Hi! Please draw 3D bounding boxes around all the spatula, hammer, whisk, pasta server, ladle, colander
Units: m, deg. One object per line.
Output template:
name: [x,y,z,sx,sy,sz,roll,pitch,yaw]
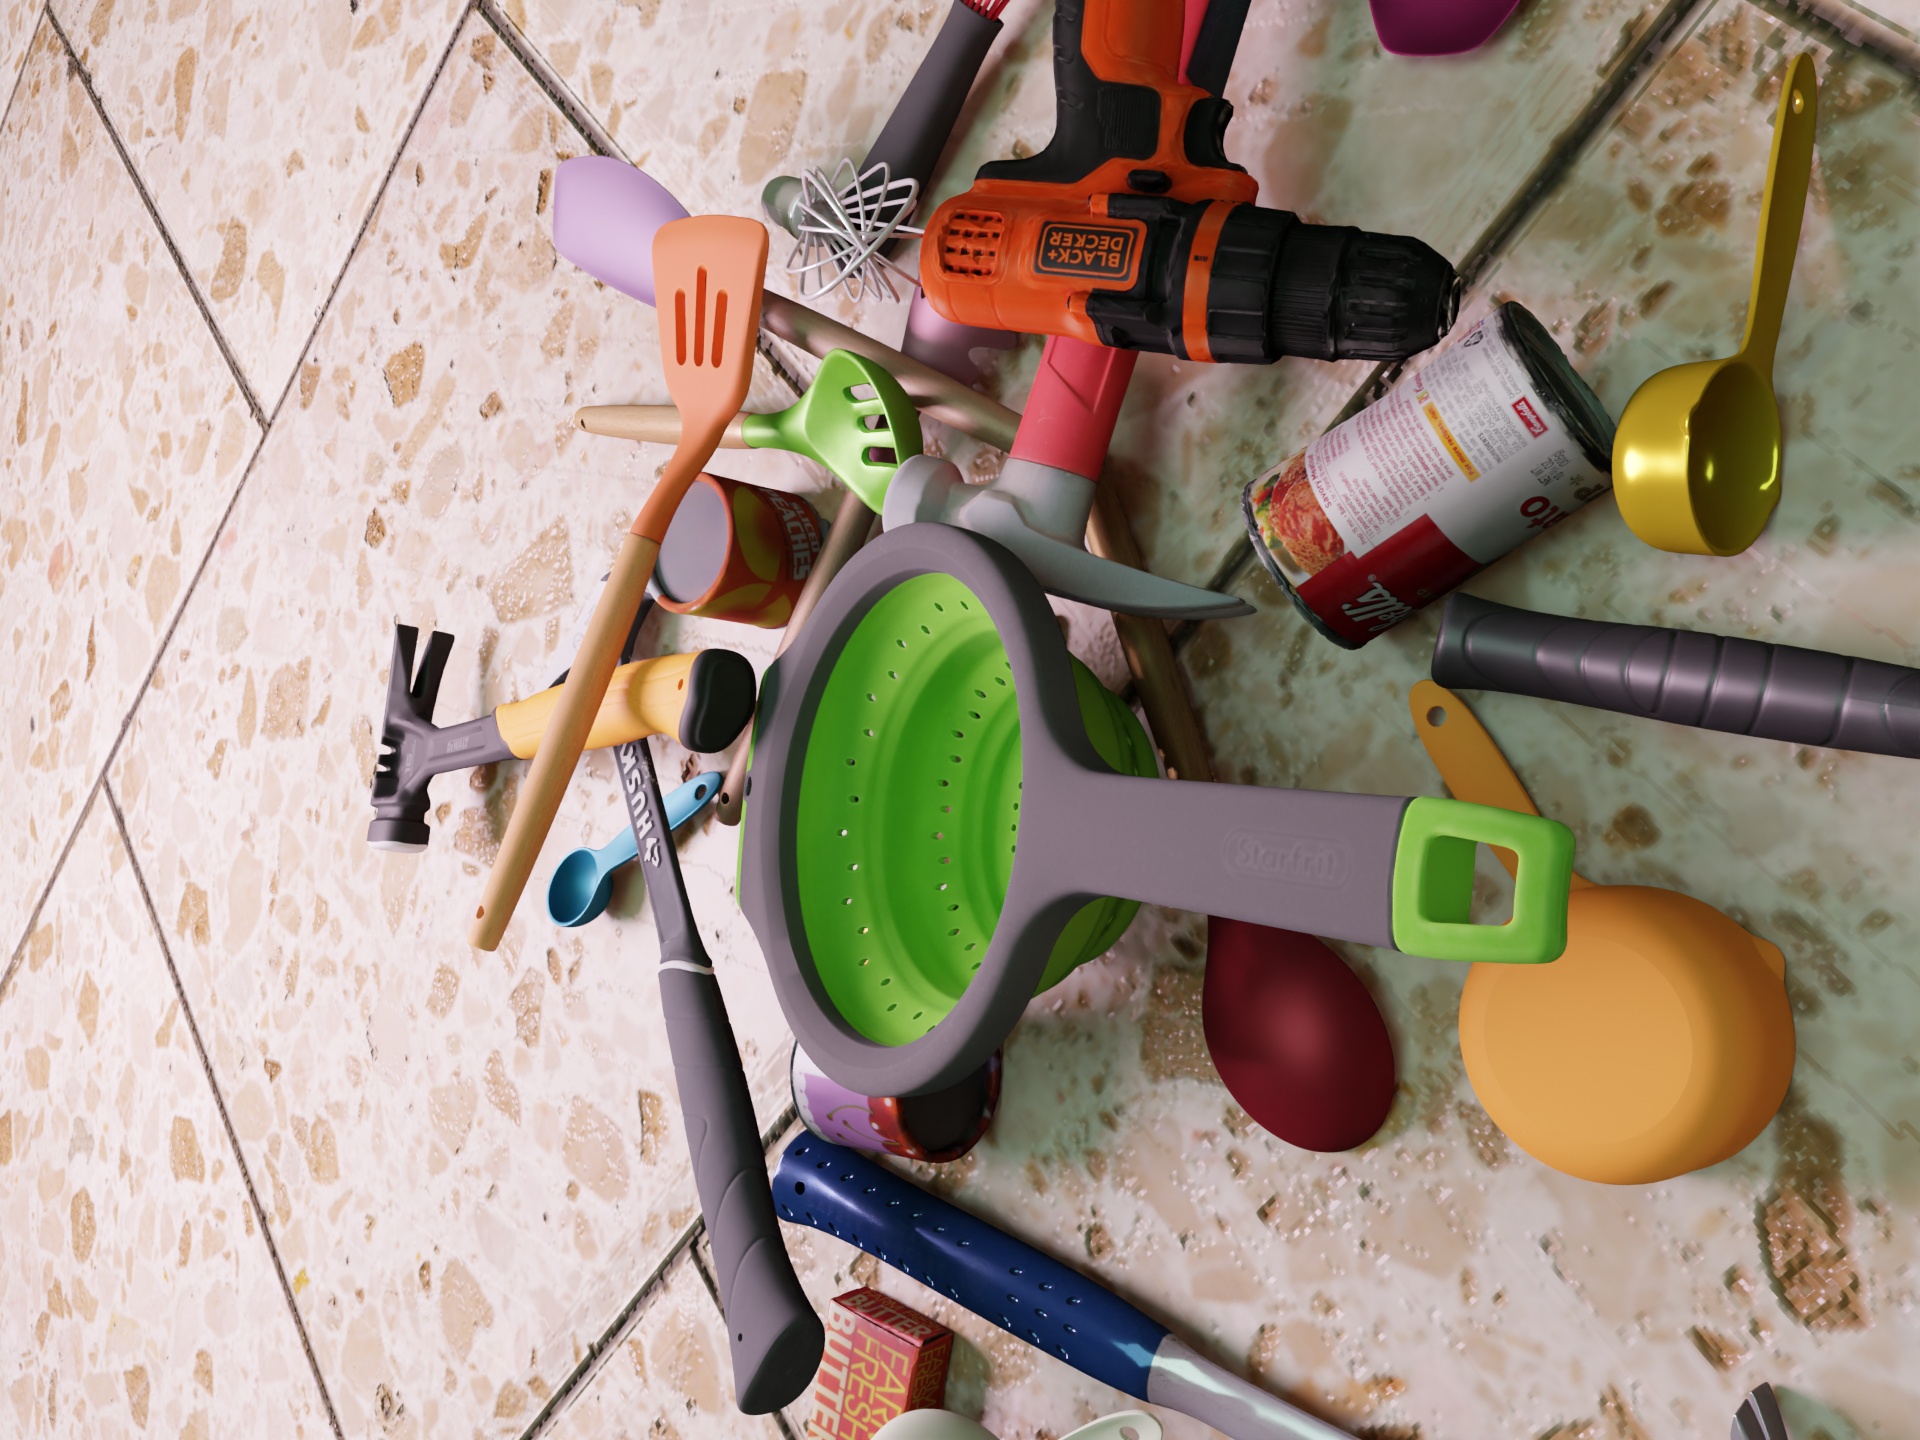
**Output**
spatula: [-0.070,-0.171,0.679,0.316,0.018,0.059,32,128,25]
hammer: [-0.130,0.097,0.706,0.149,0.036,0.409,-46,47,29]
spatula: [-0.150,-0.058,0.674,0.081,0.041,0.322,16,83,43]
hammer: [0.262,0.002,0.395,0.335,0.146,0.035,16,96,51]
whisk: [-0.058,-0.206,0.655,0.059,0.057,0.247,-45,24,6]
pasta server: [-0.043,-0.086,0.708,0.060,0.040,0.316,41,115,35]
hammer: [-0.204,-0.005,0.772,0.337,0.034,0.127,-8,74,48]
hammer: [0.094,-0.230,0.581,0.143,0.038,0.386,19,92,22]
hammer: [0.082,0.228,0.562,0.406,0.035,0.144,14,95,40]
whisk: [0.017,-0.314,0.662,0.073,0.073,0.295,52,124,31]
ladle: [0.082,0.005,0.592,0.069,0.031,0.316,-32,64,36]
colander: [0.051,0.037,0.521,0.397,0.094,0.204,2,85,58]

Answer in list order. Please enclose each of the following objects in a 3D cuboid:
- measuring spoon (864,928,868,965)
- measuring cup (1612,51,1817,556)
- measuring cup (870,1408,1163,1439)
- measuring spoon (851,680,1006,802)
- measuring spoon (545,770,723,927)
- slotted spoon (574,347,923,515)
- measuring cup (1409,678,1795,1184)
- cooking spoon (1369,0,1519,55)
measuring spoon: [-0.049,0.097,0.705,0.117,0.011,0.021,11,93,44]
measuring cup: [0.227,-0.124,0.473,0.029,0.062,0.156,5,78,50]
measuring cup: [0.021,0.274,0.580,0.083,0.038,0.167,49,124,4]
measuring spoon: [-0.001,-0.002,0.673,0.124,0.018,0.034,-42,60,22]
measuring spoon: [-0.159,0.064,0.799,0.128,0.021,0.042,-35,50,22]
slotted spoon: [-0.108,-0.137,0.735,0.314,0.031,0.070,16,126,51]
measuring cup: [0.176,0.058,0.487,0.095,0.052,0.174,-40,64,30]
cooking spoon: [0.201,-0.384,0.536,0.069,0.017,0.319,19,98,39]
